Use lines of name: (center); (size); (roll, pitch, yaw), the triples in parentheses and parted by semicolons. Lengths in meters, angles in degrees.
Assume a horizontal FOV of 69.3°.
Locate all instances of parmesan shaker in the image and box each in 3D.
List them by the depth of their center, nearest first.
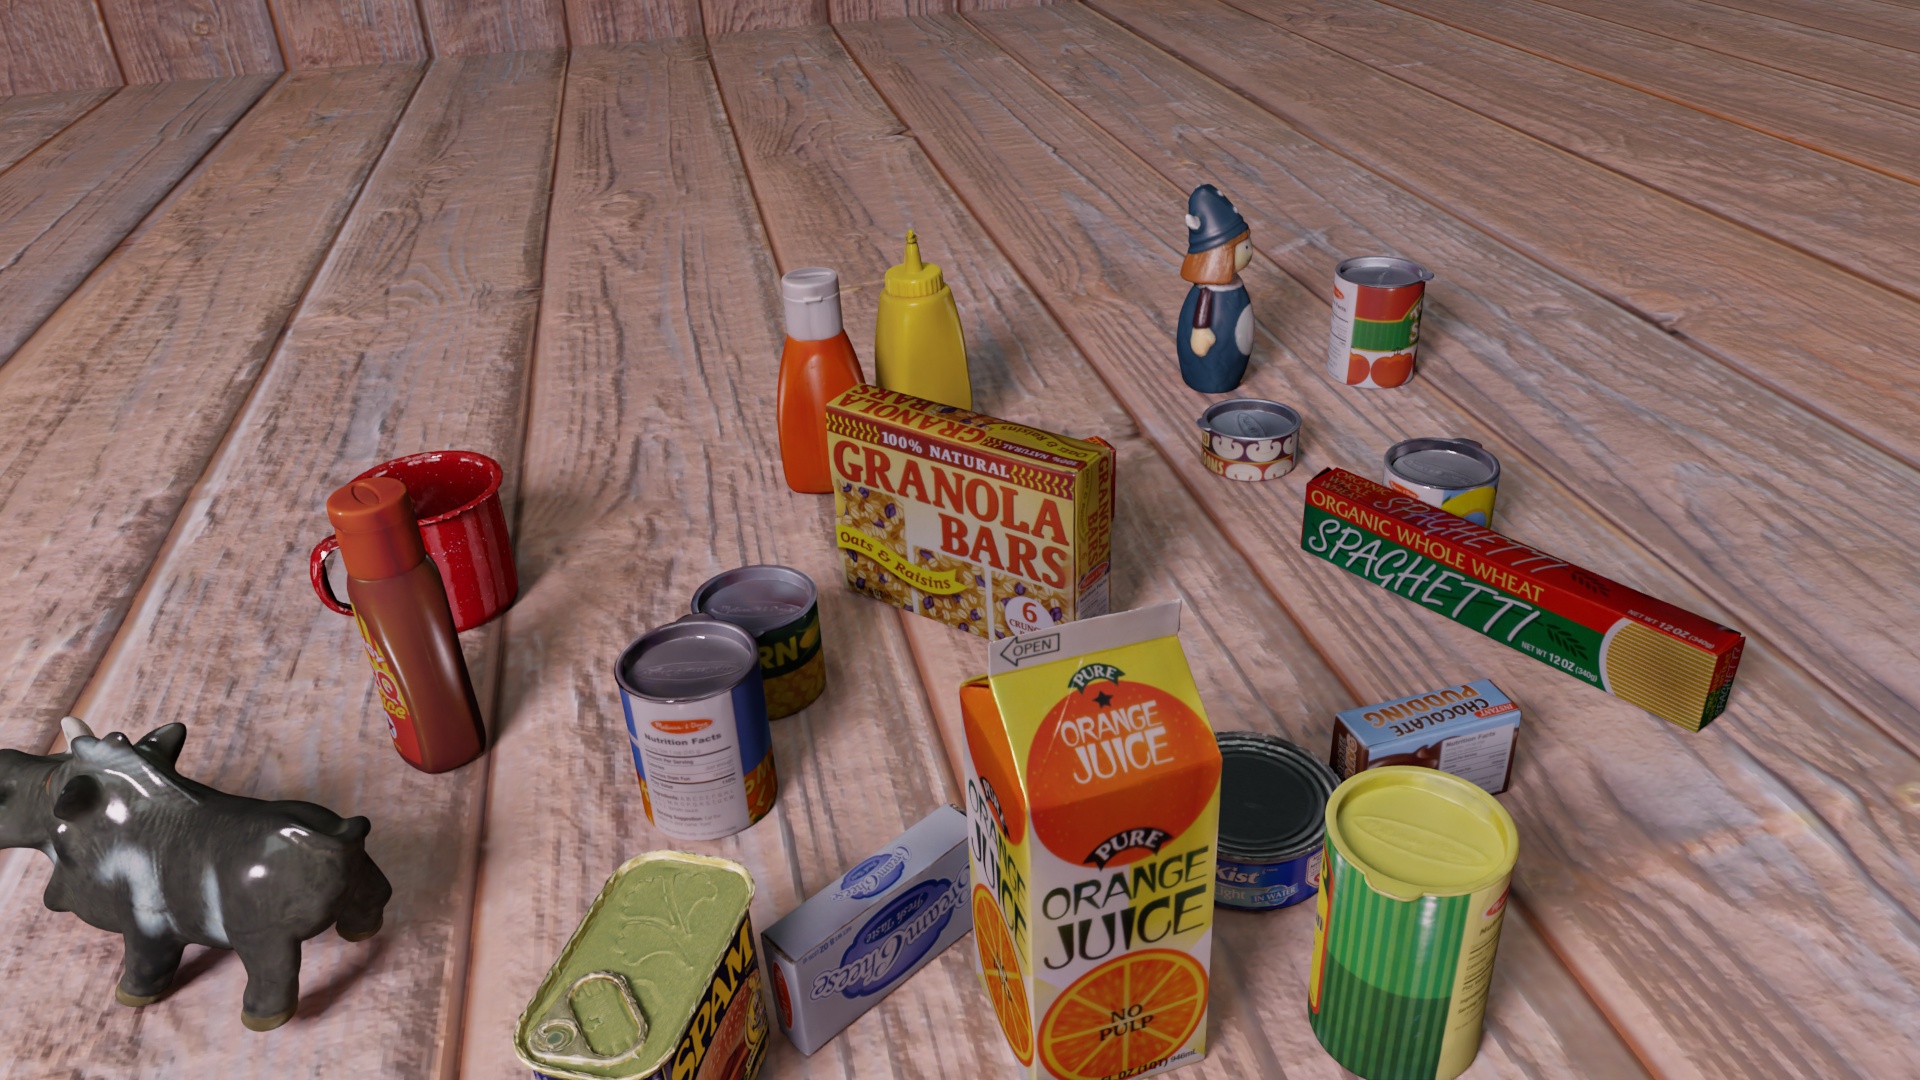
parmesan shaker: (0.164, 0.146, 0.518); (0.071, 0.102, 0.071); (-2, 30, 1)

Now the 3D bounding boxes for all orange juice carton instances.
orange juice carton: (0.046, 0.108, 0.505); (0.072, 0.191, 0.073); (-12, 31, -14)

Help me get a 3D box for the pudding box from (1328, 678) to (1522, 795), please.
pudding box: (0.215, 0.099, 0.646); (0.084, 0.049, 0.030); (-11, 31, -14)

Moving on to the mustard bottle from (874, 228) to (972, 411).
mustard bottle: (-0.028, -0.140, 0.963); (0.065, 0.159, 0.049); (-20, 34, -26)

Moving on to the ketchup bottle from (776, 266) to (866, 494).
ketchup bottle: (-0.092, -0.105, 0.919); (0.065, 0.148, 0.044); (-7, 31, -7)

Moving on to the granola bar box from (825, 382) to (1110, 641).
granola bar box: (0.003, -0.010, 0.775); (0.165, 0.123, 0.039); (17, 36, 31)

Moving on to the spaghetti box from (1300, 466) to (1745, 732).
spaghetti box: (0.294, 0.025, 0.763); (0.029, 0.050, 0.250); (-24, 37, -32)

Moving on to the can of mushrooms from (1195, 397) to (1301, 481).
can of mushrooms: (0.195, -0.069, 0.947); (0.071, 0.033, 0.071); (-2, 31, 1)

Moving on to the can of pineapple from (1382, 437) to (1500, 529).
can of pineapple: (0.288, -0.023, 0.837); (0.071, 0.057, 0.071); (-2, 30, 1)

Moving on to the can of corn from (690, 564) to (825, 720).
can of corn: (-0.107, 0.056, 0.738); (0.071, 0.058, 0.071); (-2, 30, 1)

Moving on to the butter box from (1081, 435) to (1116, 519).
butter box: (0.048, -0.028, 0.871); (0.104, 0.052, 0.024); (-16, 33, -21)

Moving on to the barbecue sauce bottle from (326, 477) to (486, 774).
barbecue sauce bottle: (-0.275, 0.041, 0.689); (0.044, 0.147, 0.065); (-23, 36, -31)

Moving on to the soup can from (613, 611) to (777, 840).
soup can: (-0.123, 0.088, 0.660); (0.071, 0.083, 0.072); (-2, 30, 1)

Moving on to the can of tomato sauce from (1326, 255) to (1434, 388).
can of tomato sauce: (0.316, -0.165, 1.050); (0.071, 0.082, 0.071); (-2, 30, 1)

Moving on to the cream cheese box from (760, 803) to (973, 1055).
cream cheese box: (-0.032, 0.156, 0.566); (0.024, 0.053, 0.104); (25, 40, 39)
